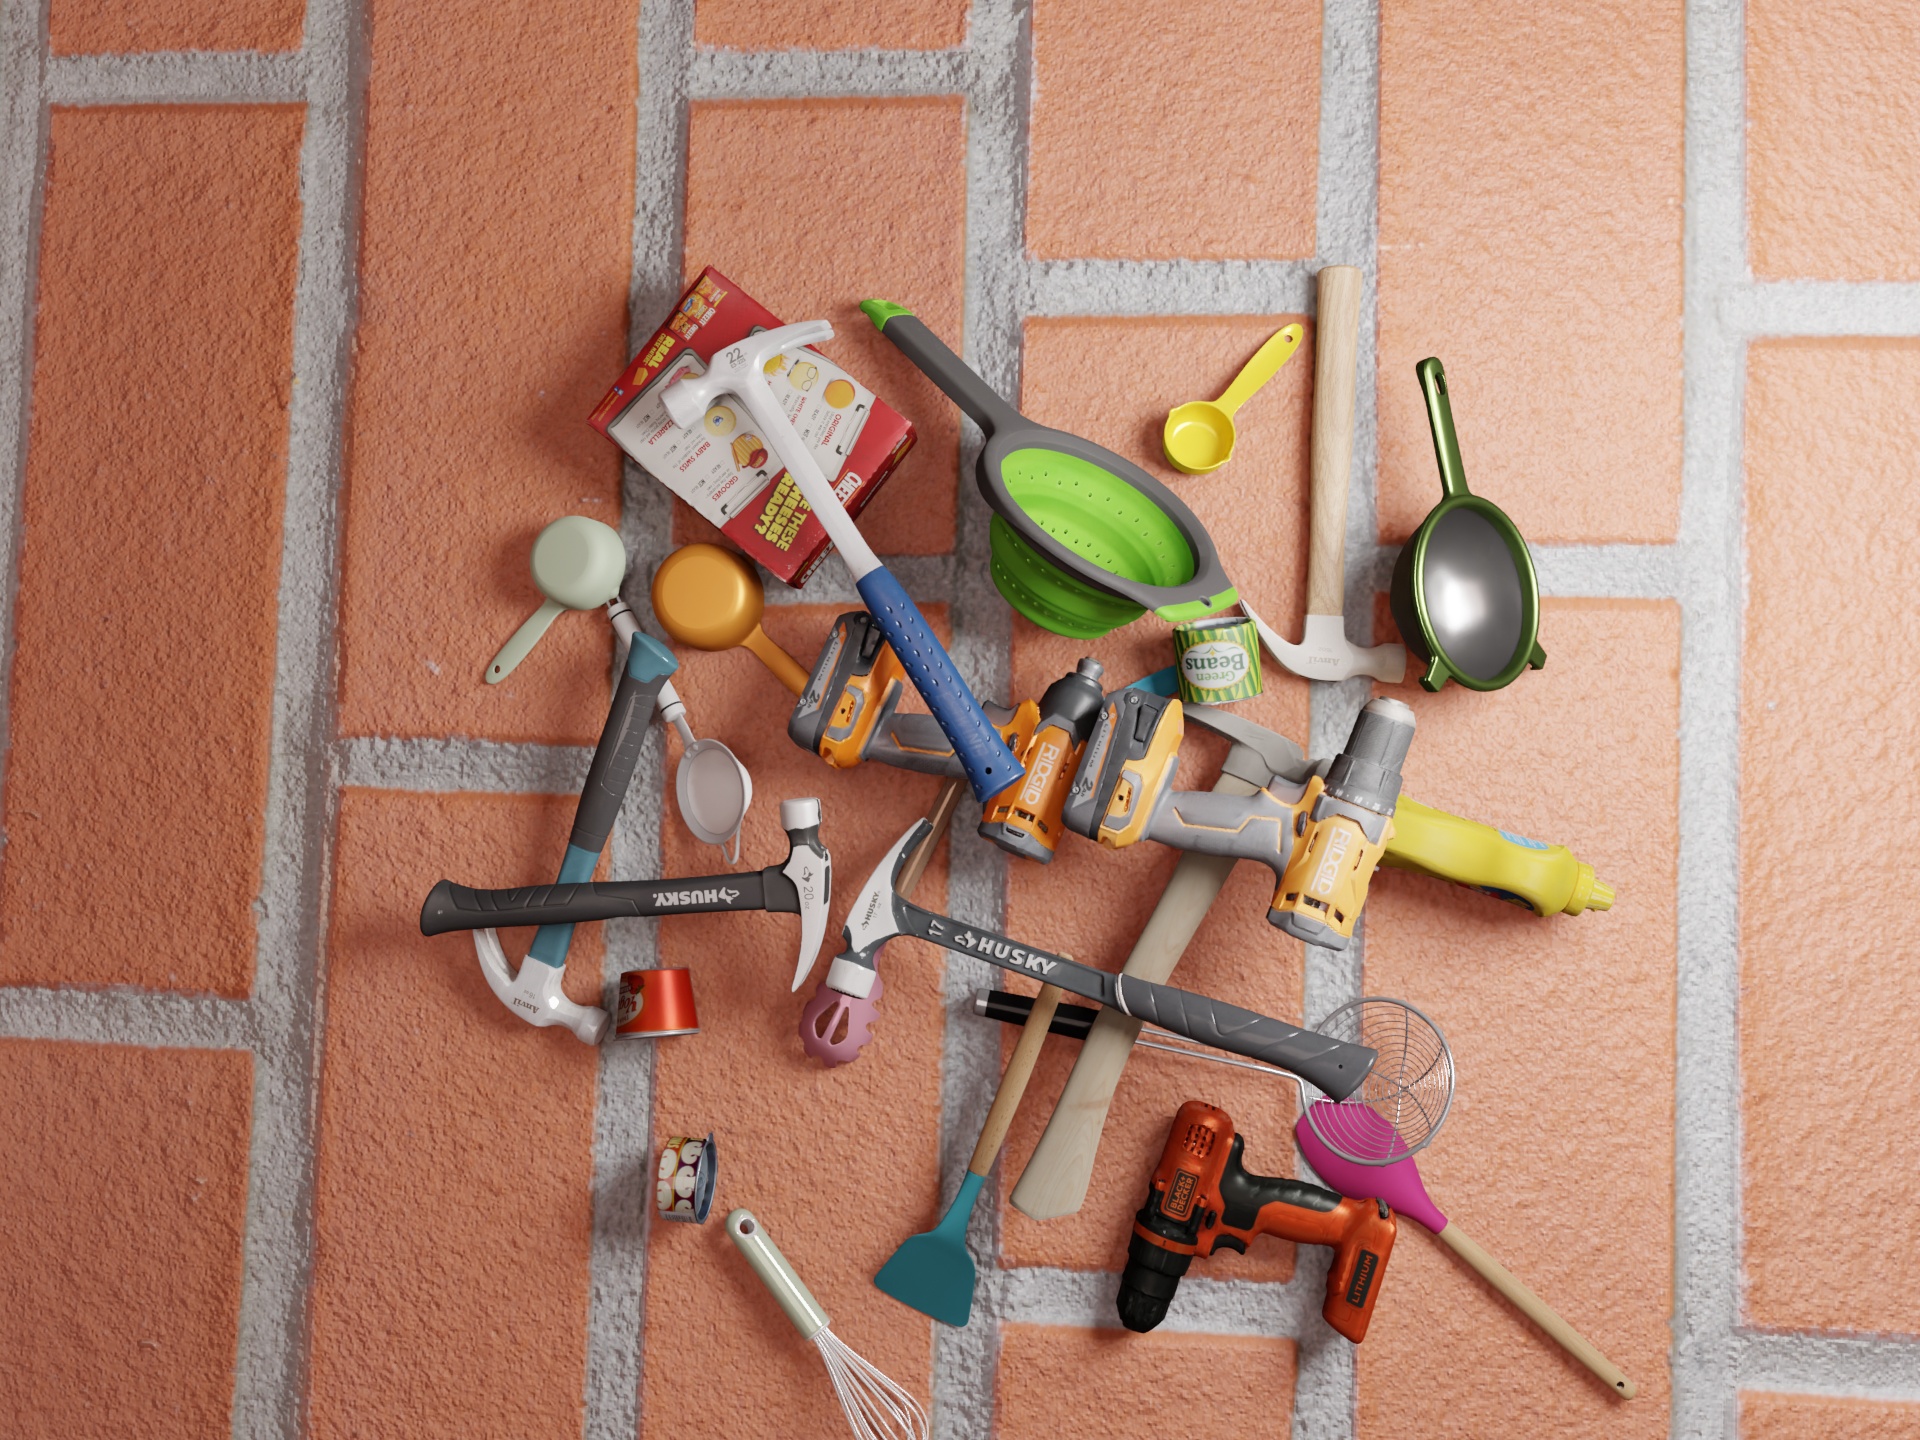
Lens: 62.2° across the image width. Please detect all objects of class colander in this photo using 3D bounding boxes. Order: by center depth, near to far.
[{"bbox_3d":[0.038,-0.185,1.256,0.397,0.204,0.094,47,127,21],"label":"colander"}]

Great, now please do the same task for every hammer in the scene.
[{"bbox_3d":[0.106,0.193,1.188,0.409,0.036,0.149,16,78,18],"label":"hammer"},{"bbox_3d":[-0.070,-0.123,1.208,0.144,0.035,0.405,-33,81,2],"label":"hammer"},{"bbox_3d":[0.136,0.184,1.218,0.146,0.038,0.411,26,82,19],"label":"hammer"},{"bbox_3d":[-0.265,0.146,1.251,0.335,0.035,0.146,-5,93,8],"label":"hammer"},{"bbox_3d":[0.292,-0.196,1.265,0.130,0.031,0.331,3,87,5],"label":"hammer"},{"bbox_3d":[-0.298,0.090,1.286,0.128,0.033,0.331,21,97,7],"label":"hammer"}]

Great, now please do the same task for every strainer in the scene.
[{"bbox_3d":[0.363,-0.145,1.220,0.151,0.069,0.256,-11,90,-37],"label":"strainer"},{"bbox_3d":[-0.229,-0.001,1.299,0.087,0.050,0.258,-38,77,37],"label":"strainer"}]

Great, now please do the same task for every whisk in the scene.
[{"bbox_3d":[-0.109,0.491,1.264,0.058,0.059,0.246,-33,79,-34],"label":"whisk"}]

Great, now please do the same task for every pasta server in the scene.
[{"bbox_3d":[-0.046,0.135,1.284,0.060,0.040,0.316,26,86,6],"label":"pasta server"}]

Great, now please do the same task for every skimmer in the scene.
[{"bbox_3d":[0.187,0.249,1.222,0.363,0.090,0.127,11,75,7],"label":"skimmer"}]

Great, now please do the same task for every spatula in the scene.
[{"bbox_3d":[0.022,0.326,1.246,0.082,0.044,0.317,23,93,8],"label":"spatula"}]

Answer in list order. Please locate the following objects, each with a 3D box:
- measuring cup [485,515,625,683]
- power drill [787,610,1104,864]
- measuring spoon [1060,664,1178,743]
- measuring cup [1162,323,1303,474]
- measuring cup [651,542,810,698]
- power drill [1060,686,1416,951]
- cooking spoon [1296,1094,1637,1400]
[{"bbox_3d":[-0.346,-0.097,1.311,0.083,0.038,0.167,43,96,19],"label":"measuring cup"},{"bbox_3d":[-0.002,-0.004,1.245,0.226,0.084,0.164,23,84,12],"label":"power drill"},{"bbox_3d":[0.135,-0.018,1.281,0.128,0.021,0.042,-23,90,-5],"label":"measuring spoon"},{"bbox_3d":[0.222,-0.260,1.283,0.062,0.029,0.156,41,80,6],"label":"measuring cup"},{"bbox_3d":[-0.177,-0.073,1.291,0.174,0.052,0.095,43,92,8],"label":"measuring cup"},{"bbox_3d":[0.209,0.044,1.167,0.226,0.084,0.185,22,93,17],"label":"power drill"},{"bbox_3d":[0.393,0.410,1.231,0.319,0.017,0.069,41,91,7],"label":"cooking spoon"}]
